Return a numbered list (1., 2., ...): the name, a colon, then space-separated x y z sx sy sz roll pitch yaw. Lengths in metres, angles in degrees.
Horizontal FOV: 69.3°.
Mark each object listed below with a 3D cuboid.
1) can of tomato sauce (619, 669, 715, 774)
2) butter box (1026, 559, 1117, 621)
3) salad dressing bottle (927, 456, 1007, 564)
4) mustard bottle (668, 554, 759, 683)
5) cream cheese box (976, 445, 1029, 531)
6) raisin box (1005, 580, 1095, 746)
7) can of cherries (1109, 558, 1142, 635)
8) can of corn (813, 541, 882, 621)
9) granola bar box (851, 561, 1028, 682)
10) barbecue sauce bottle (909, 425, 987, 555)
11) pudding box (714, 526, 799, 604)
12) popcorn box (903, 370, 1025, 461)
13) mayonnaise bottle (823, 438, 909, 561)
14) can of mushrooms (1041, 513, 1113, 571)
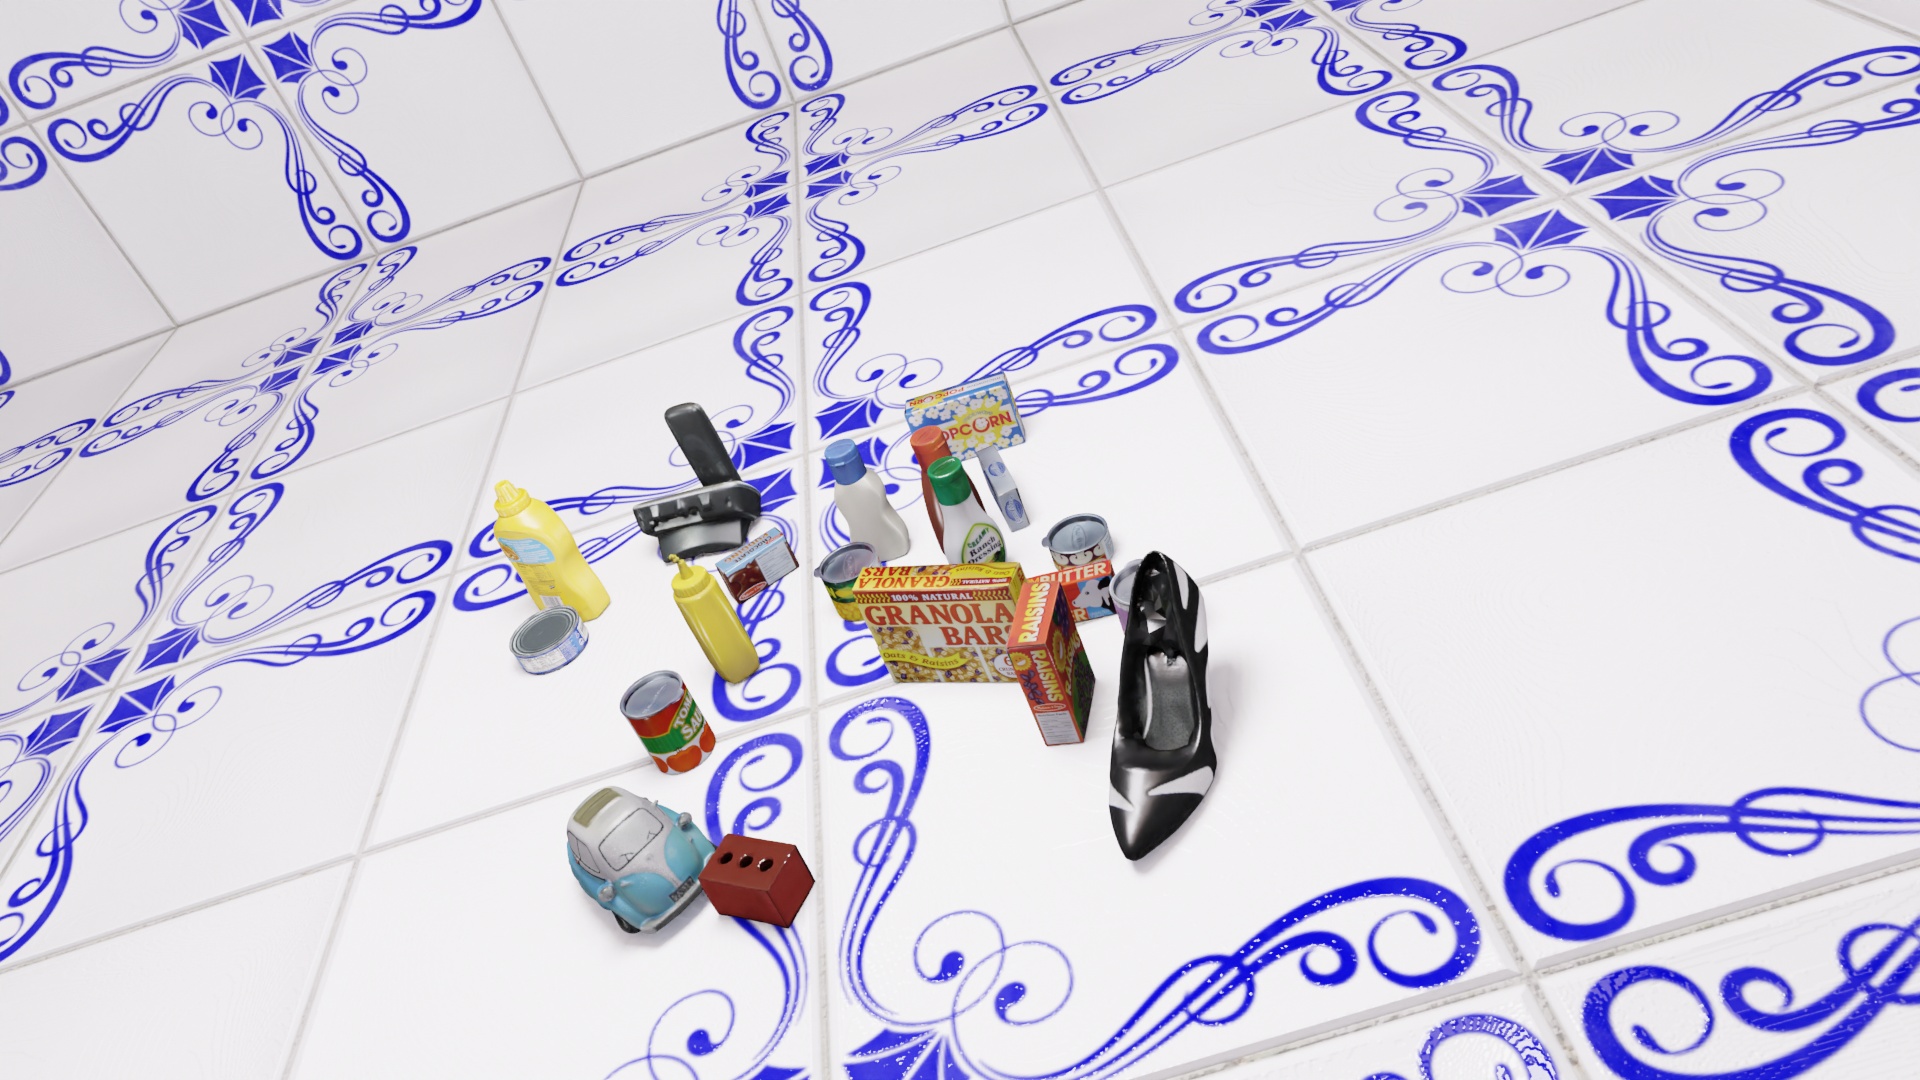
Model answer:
1. can of tomato sauce: -0.287 0.180 1.374 0.071 0.082 0.071 -15 35 10
2. butter box: 0.104 0.055 1.361 0.103 0.053 0.024 -13 35 13
3. salad dressing bottle: 0.005 -0.018 1.430 0.064 0.147 0.044 -35 36 -19
4. mustard bottle: -0.260 0.075 1.435 0.049 0.159 0.065 -34 36 -18
5. cream cheese box: 0.047 -0.058 1.546 0.024 0.053 0.104 -23 34 -1
6. raisin box: 0.082 0.109 1.237 0.040 0.123 0.086 -7 37 21
7. can of cherries: 0.179 0.059 1.310 0.071 0.058 0.072 -14 35 10
8. can of corn: -0.114 0.045 1.487 0.071 0.058 0.071 -14 35 10
9. granola bar box: -0.007 0.080 1.323 0.165 0.123 0.039 -3 38 25
10. barbecue sauce bottle: -0.013 -0.053 1.488 0.043 0.148 0.065 13 47 40
11. pudding box: -0.231 0.028 1.581 0.084 0.049 0.030 -34 36 -18
12. popcorn box: 0.006 -0.142 1.655 0.127 0.085 0.038 -16 35 8
13. mayonnaise bottle: -0.106 -0.043 1.524 0.065 0.147 0.041 -12 35 14
14. can of mushrooms: 0.122 0.005 1.437 0.071 0.033 0.071 -14 35 10
